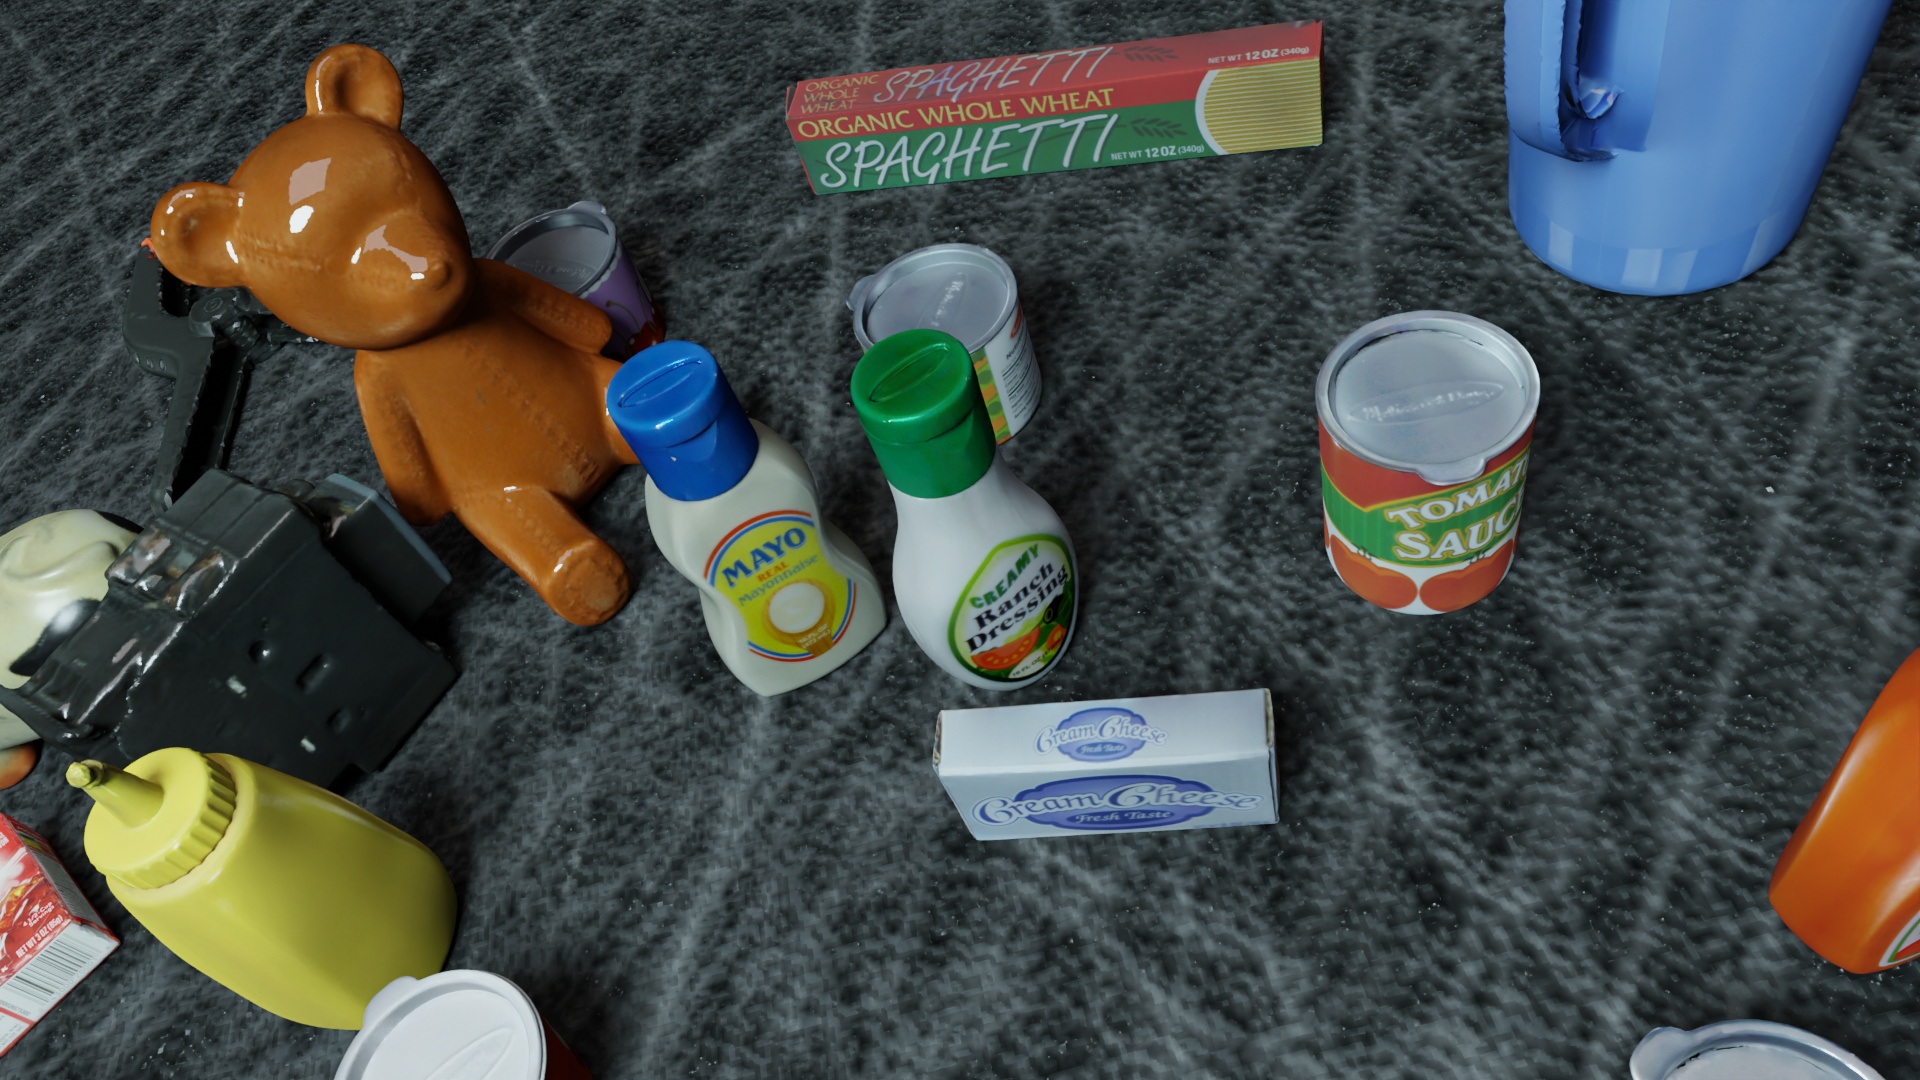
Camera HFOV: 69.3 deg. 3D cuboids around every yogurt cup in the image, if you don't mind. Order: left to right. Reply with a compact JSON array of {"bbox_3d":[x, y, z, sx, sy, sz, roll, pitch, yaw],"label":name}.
[{"bbox_3d":[-0.147,0.172,0.423,0.072,0.053,0.073,-8,53,11],"label":"yogurt cup"}]

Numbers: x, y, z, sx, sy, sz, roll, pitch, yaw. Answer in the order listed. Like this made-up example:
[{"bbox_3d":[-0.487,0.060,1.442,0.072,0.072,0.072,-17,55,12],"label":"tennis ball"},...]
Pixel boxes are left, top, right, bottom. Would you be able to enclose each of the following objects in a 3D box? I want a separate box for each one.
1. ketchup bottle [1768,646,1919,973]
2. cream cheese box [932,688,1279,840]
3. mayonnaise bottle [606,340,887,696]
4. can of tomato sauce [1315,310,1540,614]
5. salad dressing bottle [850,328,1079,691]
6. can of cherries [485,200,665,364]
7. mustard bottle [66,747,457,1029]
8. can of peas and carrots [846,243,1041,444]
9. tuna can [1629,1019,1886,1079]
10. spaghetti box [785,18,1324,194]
[{"bbox_3d":[0.243,0.054,0.337,0.065,0.148,0.044,-35,53,-10],"label":"ketchup bottle"},{"bbox_3d":[0.048,0.072,0.441,0.104,0.053,0.024,-6,53,12],"label":"cream cheese box"},{"bbox_3d":[-0.073,-0.005,0.473,0.065,0.147,0.041,-31,52,-7],"label":"mayonnaise bottle"},{"bbox_3d":[0.154,-0.022,0.462,0.071,0.082,0.071,-8,53,11],"label":"can of tomato sauce"},{"bbox_3d":[0.002,-0.006,0.452,0.064,0.147,0.044,-37,53,-12],"label":"salad dressing bottle"},{"bbox_3d":[-0.175,-0.111,0.639,0.071,0.058,0.072,-8,53,11],"label":"can of cherries"},{"bbox_3d":[-0.217,0.102,0.428,0.049,0.159,0.065,0,55,17],"label":"mustard bottle"},{"bbox_3d":[-0.006,-0.077,0.564,0.071,0.058,0.071,-8,53,11],"label":"can of peas and carrots"},{"bbox_3d":[0.200,0.156,0.348,0.071,0.032,0.071,-8,53,11],"label":"tuna can"},{"bbox_3d":[0.041,-0.199,0.647,0.250,0.050,0.029,-2,54,15],"label":"spaghetti box"}]
